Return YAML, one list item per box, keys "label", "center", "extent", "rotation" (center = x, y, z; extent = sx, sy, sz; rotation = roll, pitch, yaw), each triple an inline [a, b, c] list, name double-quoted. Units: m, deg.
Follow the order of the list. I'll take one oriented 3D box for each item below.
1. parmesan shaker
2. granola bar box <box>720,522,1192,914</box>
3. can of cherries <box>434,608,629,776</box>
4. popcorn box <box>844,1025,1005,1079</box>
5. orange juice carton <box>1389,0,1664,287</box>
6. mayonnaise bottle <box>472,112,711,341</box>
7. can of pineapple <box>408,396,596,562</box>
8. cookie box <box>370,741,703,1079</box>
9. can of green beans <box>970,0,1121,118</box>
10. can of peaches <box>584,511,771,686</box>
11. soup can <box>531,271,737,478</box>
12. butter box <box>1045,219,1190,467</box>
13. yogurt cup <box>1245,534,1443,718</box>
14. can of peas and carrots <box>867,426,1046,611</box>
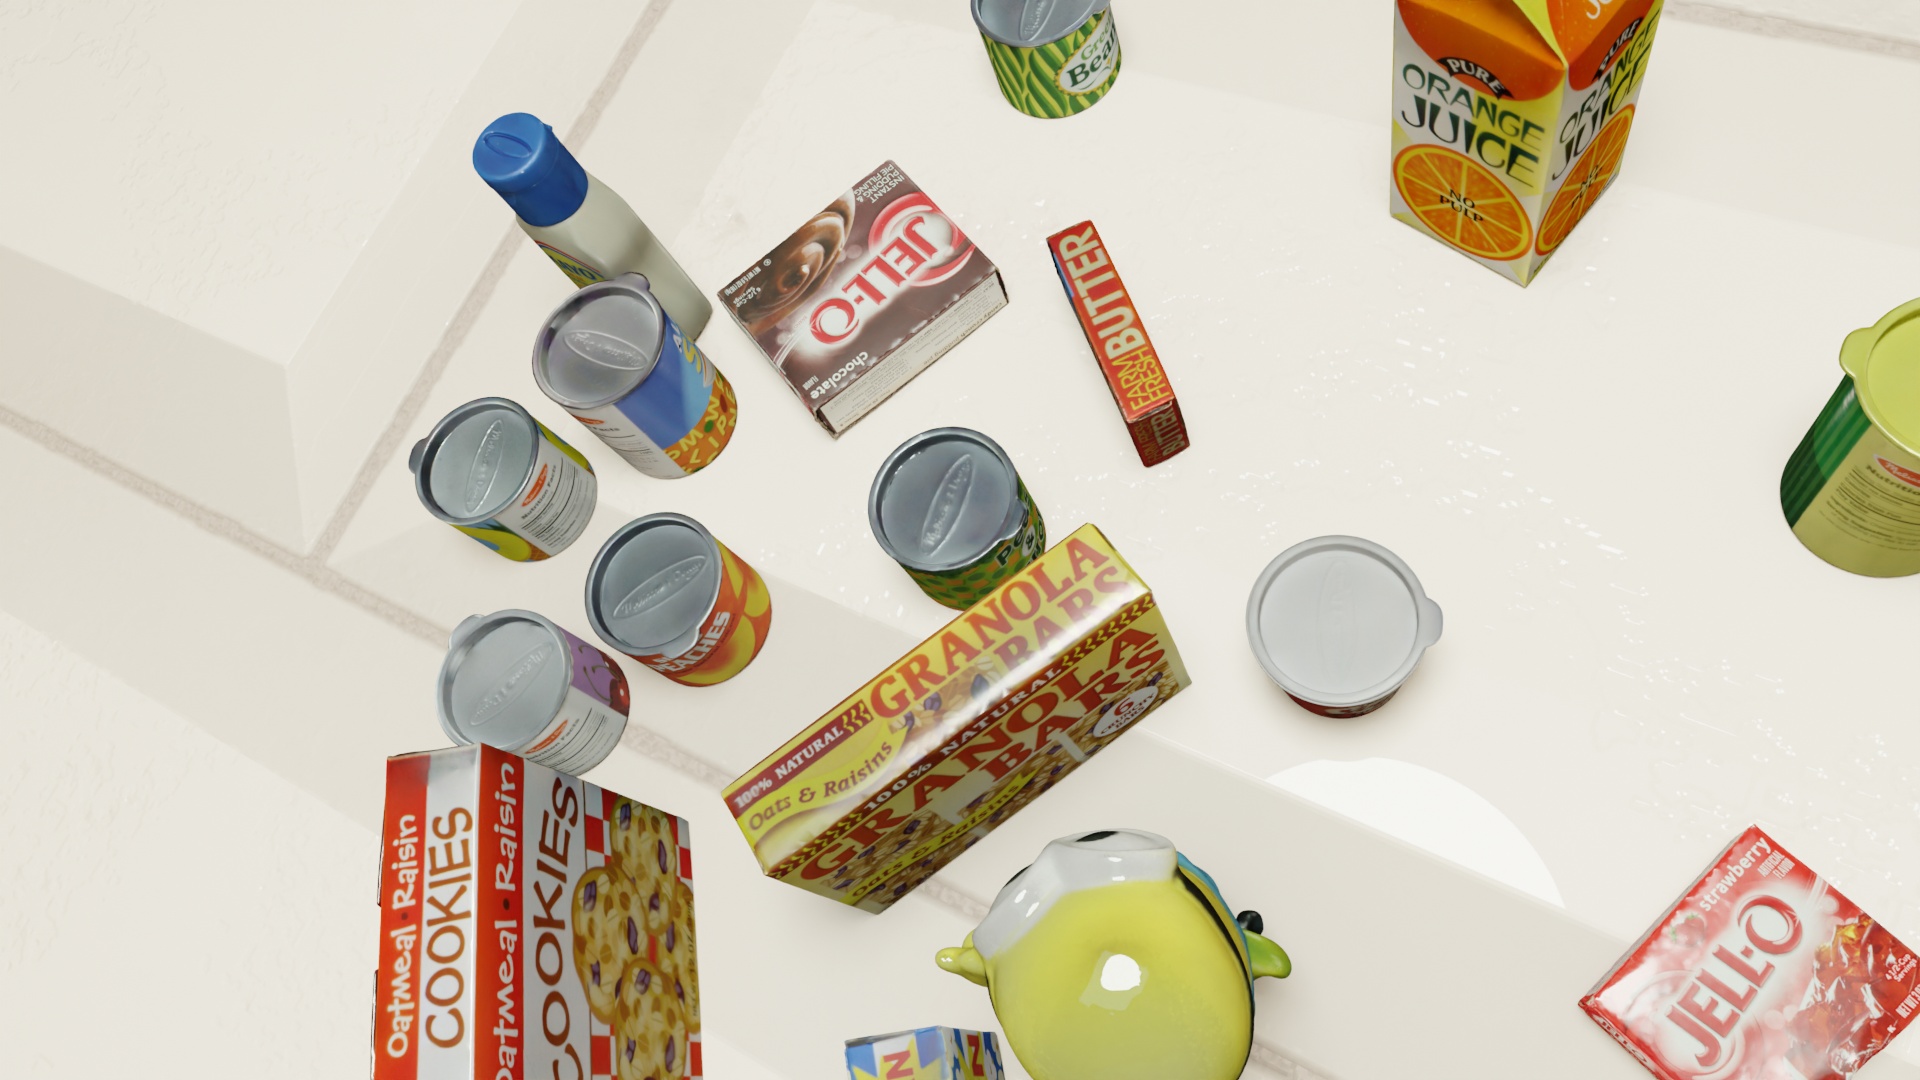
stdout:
- label: "parmesan shaker"
  center: [0.338, -0.035, 0.495]
  extent: [0.071, 0.103, 0.071]
  rotation: [-6, 68, 14]
- label: "granola bar box"
  center: [0.005, 0.074, 0.536]
  extent: [0.165, 0.124, 0.039]
  rotation: [-36, 64, 0]
- label: "can of cherries"
  center: [-0.194, 0.069, 0.633]
  extent: [0.071, 0.058, 0.072]
  rotation: [-6, 68, 14]
- label: "popcorn box"
  center: [-0.002, 0.241, 0.493]
  extent: [0.038, 0.085, 0.127]
  rotation: [-16, 66, 10]
- label: "orange juice carton"
  center: [0.219, -0.189, 0.541]
  extent: [0.073, 0.192, 0.072]
  rotation: [38, 84, 25]
- label: "mayonnaise bottle"
  center: [-0.176, -0.144, 0.662]
  extent: [0.065, 0.147, 0.041]
  rotation: [25, 78, 23]
- label: "can of pineapple"
  center: [-0.222, -0.029, 0.680]
  extent: [0.071, 0.057, 0.071]
  rotation: [-6, 68, 14]
- label: "cookie box"
  center: [-0.153, 0.155, 0.526]
  extent: [0.040, 0.167, 0.123]
  rotation: [-13, 66, 11]
- label: "can of green beans"
  center: [0.044, -0.254, 0.693]
  extent: [0.071, 0.057, 0.071]
  rotation: [-6, 68, 14]
- label: "can of peaches"
  center: [-0.126, 0.030, 0.628]
  extent: [0.071, 0.058, 0.071]
  rotation: [-6, 68, 14]
- label: "soup can"
  center: [-0.152, -0.077, 0.664]
  extent: [0.071, 0.083, 0.071]
  rotation: [-6, 68, 14]
- label: "butter box"
  center: [0.071, -0.088, 0.621]
  extent: [0.024, 0.053, 0.104]
  rotation: [-24, 64, 7]
- label: "yogurt cup"
  center: [0.149, 0.038, 0.548]
  extent: [0.072, 0.054, 0.072]
  rotation: [-6, 68, 14]
- label: "can of peas and carrots"
  center: [0.002, -0.008, 0.606]
  extent: [0.071, 0.058, 0.071]
  rotation: [-6, 68, 14]
